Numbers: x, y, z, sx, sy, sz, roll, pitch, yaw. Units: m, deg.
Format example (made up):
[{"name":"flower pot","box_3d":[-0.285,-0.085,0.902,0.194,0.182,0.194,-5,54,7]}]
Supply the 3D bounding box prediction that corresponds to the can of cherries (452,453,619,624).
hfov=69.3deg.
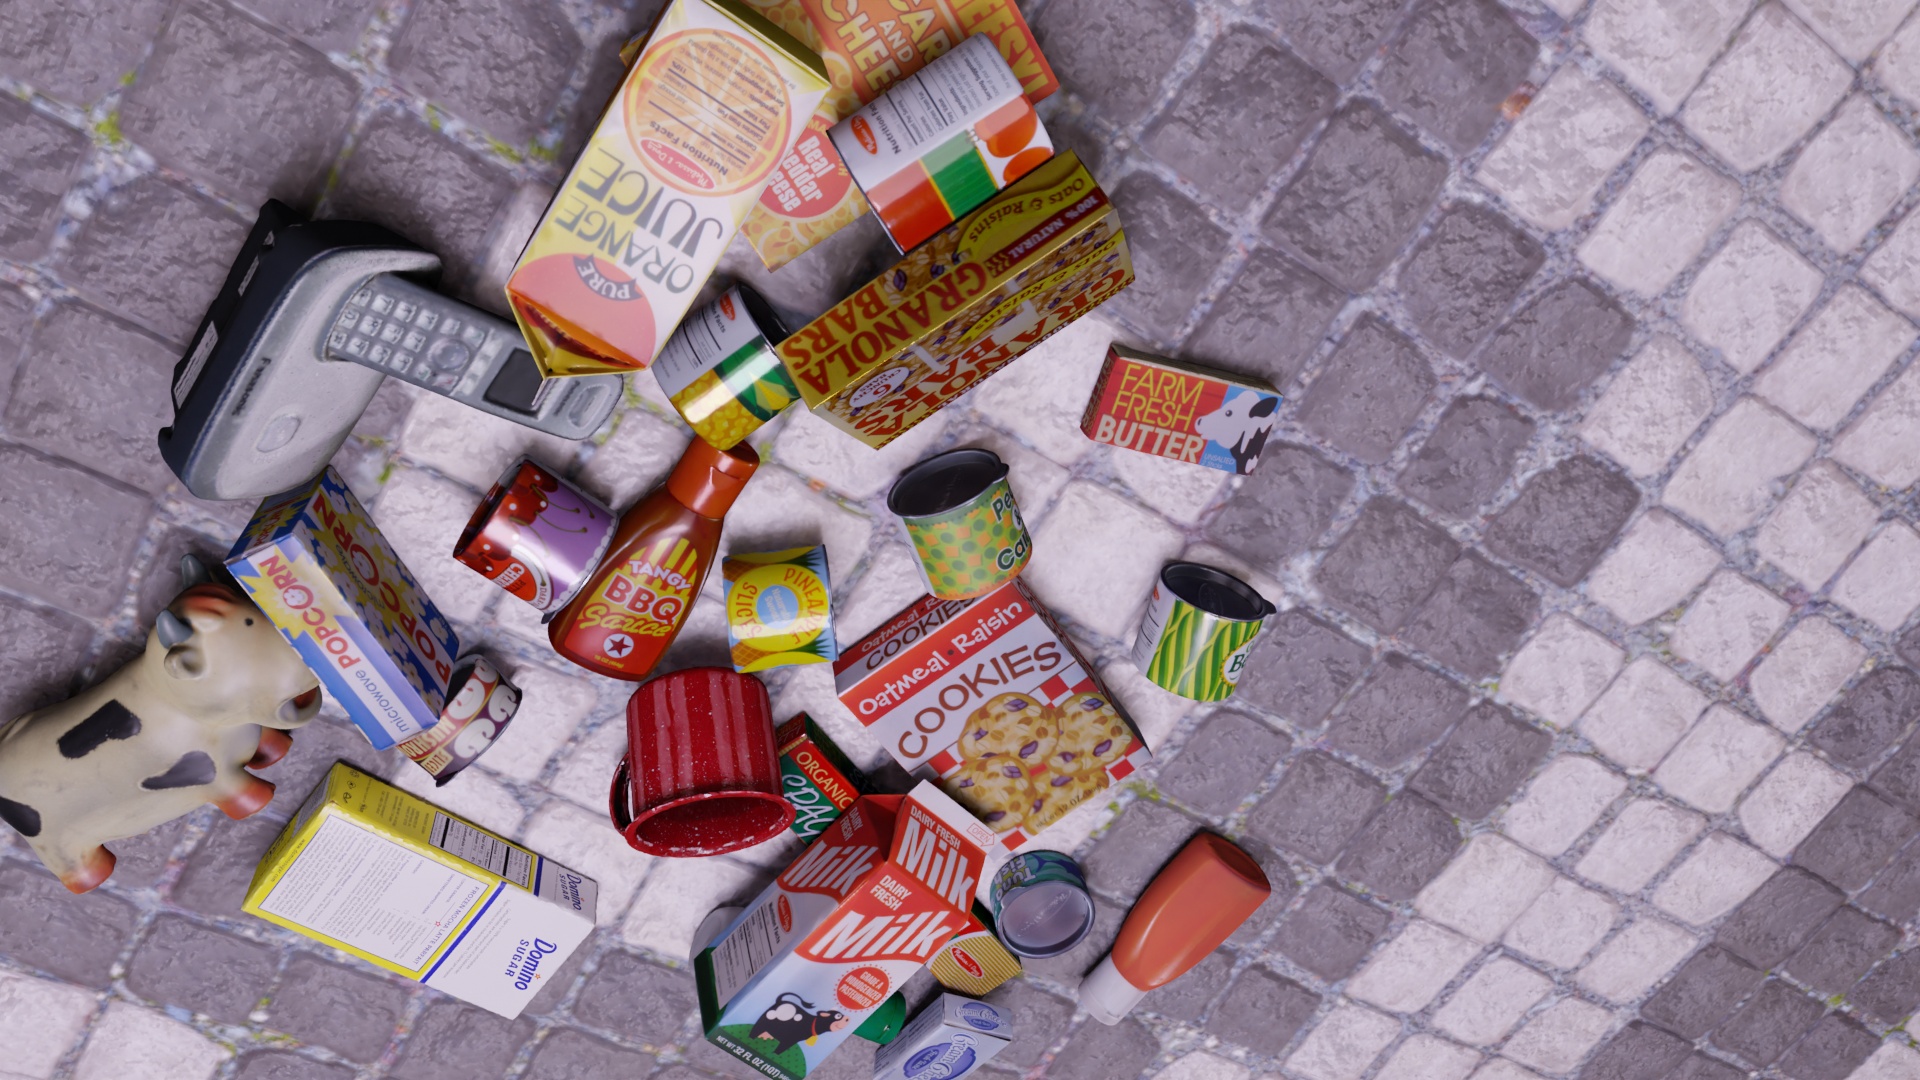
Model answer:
[{"name":"can of cherries","box_3d":[-0.222,-0.001,0.723,0.058,0.072,0.071,37,105,-24]}]

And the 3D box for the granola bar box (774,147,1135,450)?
[{"name":"granola bar box","box_3d":[0.002,-0.113,0.683,0.165,0.124,0.039,-33,80,7]}]

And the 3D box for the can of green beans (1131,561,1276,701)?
[{"name":"can of green beans","box_3d":[0.141,0.054,0.822,0.071,0.071,0.057,10,115,-15]}]

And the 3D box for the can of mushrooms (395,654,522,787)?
[{"name":"can of mushrooms","box_3d":[-0.278,0.098,0.763,0.071,0.071,0.033,-36,116,8]}]

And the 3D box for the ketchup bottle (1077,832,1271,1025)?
[{"name":"ketchup bottle","box_3d":[0.140,0.267,0.942,0.064,0.044,0.148,33,107,-23]}]

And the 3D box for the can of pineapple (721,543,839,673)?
[{"name":"can of pineapple","box_3d":[-0.099,0.038,0.767,0.058,0.071,0.070,-7,118,-7]}]

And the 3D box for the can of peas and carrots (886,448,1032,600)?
[{"name":"can of peas and carrots","box_3d":[0.003,-0.010,0.763,0.071,0.071,0.058,-22,119,1]}]

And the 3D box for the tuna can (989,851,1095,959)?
[{"name":"tuna can","box_3d":[0.052,0.239,0.917,0.071,0.033,0.070,-4,117,-9]}]

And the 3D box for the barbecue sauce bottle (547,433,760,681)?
[{"name":"barbecue sauce bottle","box_3d":[-0.162,0.006,0.753,0.065,0.044,0.148,26,109,-30]}]

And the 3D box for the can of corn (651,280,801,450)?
[{"name":"can of corn","box_3d":[-0.114,-0.086,0.704,0.058,0.071,0.071,-34,118,8]}]

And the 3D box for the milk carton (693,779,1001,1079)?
[{"name":"milk carton","box_3d":[-0.065,0.225,0.826,0.190,0.073,0.072,-45,117,5]}]

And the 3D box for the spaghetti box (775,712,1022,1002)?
[{"name":"spaghetti box","box_3d":[-0.046,0.207,0.885,0.050,0.029,0.249,-34,118,7]}]

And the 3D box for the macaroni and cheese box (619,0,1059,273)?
[{"name":"macaroni and cheese box","box_3d":[-0.056,-0.225,0.659,0.166,0.040,0.123,-31,119,6]}]

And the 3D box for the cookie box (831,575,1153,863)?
[{"name":"cookie box","box_3d":[0.020,0.103,0.839,0.123,0.040,0.167,-35,118,7]}]

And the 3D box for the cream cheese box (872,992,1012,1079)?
[{"name":"cream cheese box","box_3d":[-0.013,0.345,0.945,0.053,0.024,0.103,22,130,-21]}]

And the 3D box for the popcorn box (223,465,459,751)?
[{"name":"popcorn box","box_3d":[-0.313,0.035,0.715,0.038,0.085,0.126,-26,118,2]}]

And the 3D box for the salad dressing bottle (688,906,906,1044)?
[{"name":"salad dressing bottle","box_3d":[-0.104,0.288,0.907,0.147,0.044,0.064,32,102,-24]}]

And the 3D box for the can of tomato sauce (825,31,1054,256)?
[{"name":"can of tomato sauce","box_3d":[-0.008,-0.179,0.631,0.083,0.071,0.071,-32,118,6]}]

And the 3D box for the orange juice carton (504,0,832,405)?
[{"name":"orange juice carton","box_3d":[-0.141,-0.148,0.619,0.073,0.072,0.192,30,109,-22]}]

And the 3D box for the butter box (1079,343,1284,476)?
[{"name":"butter box","box_3d":[0.123,-0.073,0.779,0.103,0.024,0.053,11,113,-16]}]
